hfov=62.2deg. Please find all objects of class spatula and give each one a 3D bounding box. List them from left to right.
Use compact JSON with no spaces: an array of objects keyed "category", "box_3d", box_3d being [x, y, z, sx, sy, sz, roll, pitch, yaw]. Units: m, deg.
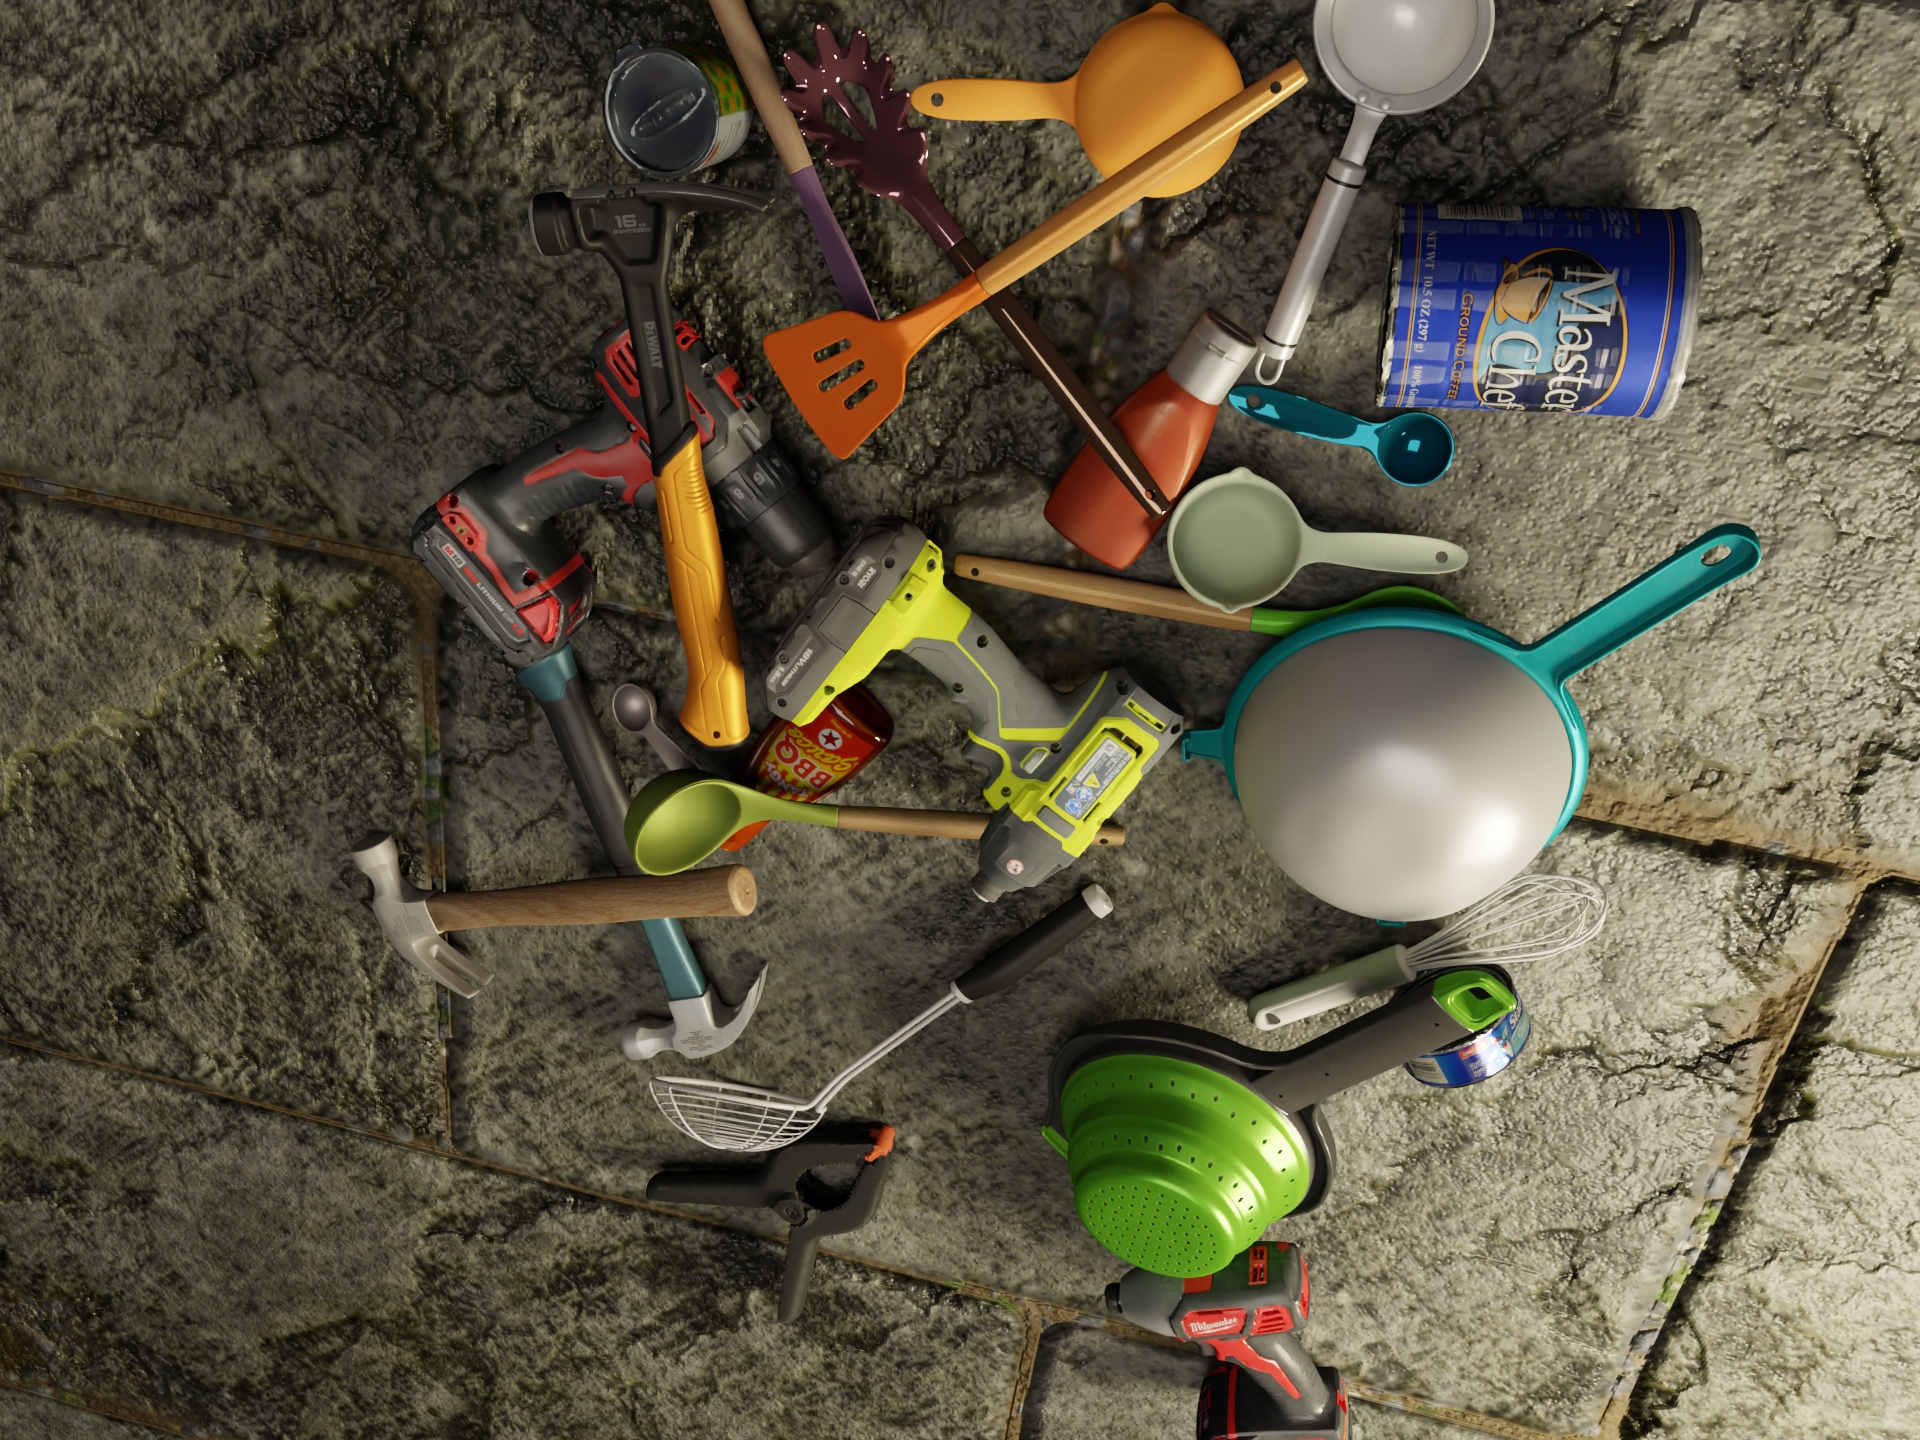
[{"category":"spatula","box_3d":[-0.098,-0.326,0.871,0.018,0.060,0.315,-27,105,-8]},{"category":"spatula","box_3d":[0.033,-0.242,0.825,0.322,0.041,0.081,-28,105,22]}]

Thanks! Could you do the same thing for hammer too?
[{"category":"hammer","box_3d":[-0.284,0.131,1.118,0.331,0.031,0.130,-7,113,28]},{"category":"hammer","box_3d":[-0.233,0.098,1.121,0.128,0.033,0.330,-10,113,19]},{"category":"hammer","box_3d":[-0.152,-0.133,0.911,0.127,0.034,0.336,-2,118,5]}]

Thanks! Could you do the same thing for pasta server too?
[{"category":"pasta server","box_3d":[0.014,-0.237,0.864,0.060,0.040,0.316,-38,94,4]}]

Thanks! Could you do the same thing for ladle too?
[{"category":"ladle","box_3d":[-0.052,0.072,1.018,0.320,0.062,0.078,4,135,-4]}]

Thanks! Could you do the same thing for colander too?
[{"category":"colander","box_3d":[0.185,0.264,1.008,0.204,0.094,0.397,40,135,-8]}]

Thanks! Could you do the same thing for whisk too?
[{"category":"whisk","box_3d":[0.291,0.152,1.013,0.246,0.059,0.057,-27,118,29]}]

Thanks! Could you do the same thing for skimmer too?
[{"category":"skimmer","box_3d":[-0.059,0.197,1.116,0.363,0.127,0.090,-37,62,15]}]

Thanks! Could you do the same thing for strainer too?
[{"category":"strainer","box_3d":[0.200,-0.290,0.816,0.087,0.050,0.258,25,126,11]},{"category":"strainer","box_3d":[0.288,0.014,0.879,0.211,0.095,0.340,39,131,-12]}]

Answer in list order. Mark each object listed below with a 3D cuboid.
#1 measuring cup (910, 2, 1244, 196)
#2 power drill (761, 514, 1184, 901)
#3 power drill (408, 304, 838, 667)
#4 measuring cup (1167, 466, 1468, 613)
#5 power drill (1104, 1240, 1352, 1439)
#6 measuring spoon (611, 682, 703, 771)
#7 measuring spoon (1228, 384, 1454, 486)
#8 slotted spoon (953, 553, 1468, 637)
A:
[{"category":"measuring cup","box_3d":[0.060,-0.314,0.814,0.173,0.052,0.095,1,118,1]},{"category":"power drill","box_3d":[-0.002,-0.003,0.961,0.223,0.080,0.171,36,106,-9]},{"category":"power drill","box_3d":[-0.203,-0.124,0.980,0.226,0.080,0.187,-33,105,23]},{"category":"measuring cup","box_3d":[0.201,-0.097,0.907,0.167,0.038,0.083,5,88,3]},{"category":"power drill","box_3d":[0.198,0.461,1.151,0.143,0.079,0.219,-12,124,19]},{"category":"measuring spoon","box_3d":[-0.187,0.023,1.063,0.124,0.018,0.034,48,120,9]},{"category":"measuring spoon","box_3d":[0.213,-0.167,0.891,0.129,0.021,0.042,20,120,14]},{"category":"slotted spoon","box_3d":[0.149,-0.068,0.948,0.314,0.031,0.070,11,118,10]}]
